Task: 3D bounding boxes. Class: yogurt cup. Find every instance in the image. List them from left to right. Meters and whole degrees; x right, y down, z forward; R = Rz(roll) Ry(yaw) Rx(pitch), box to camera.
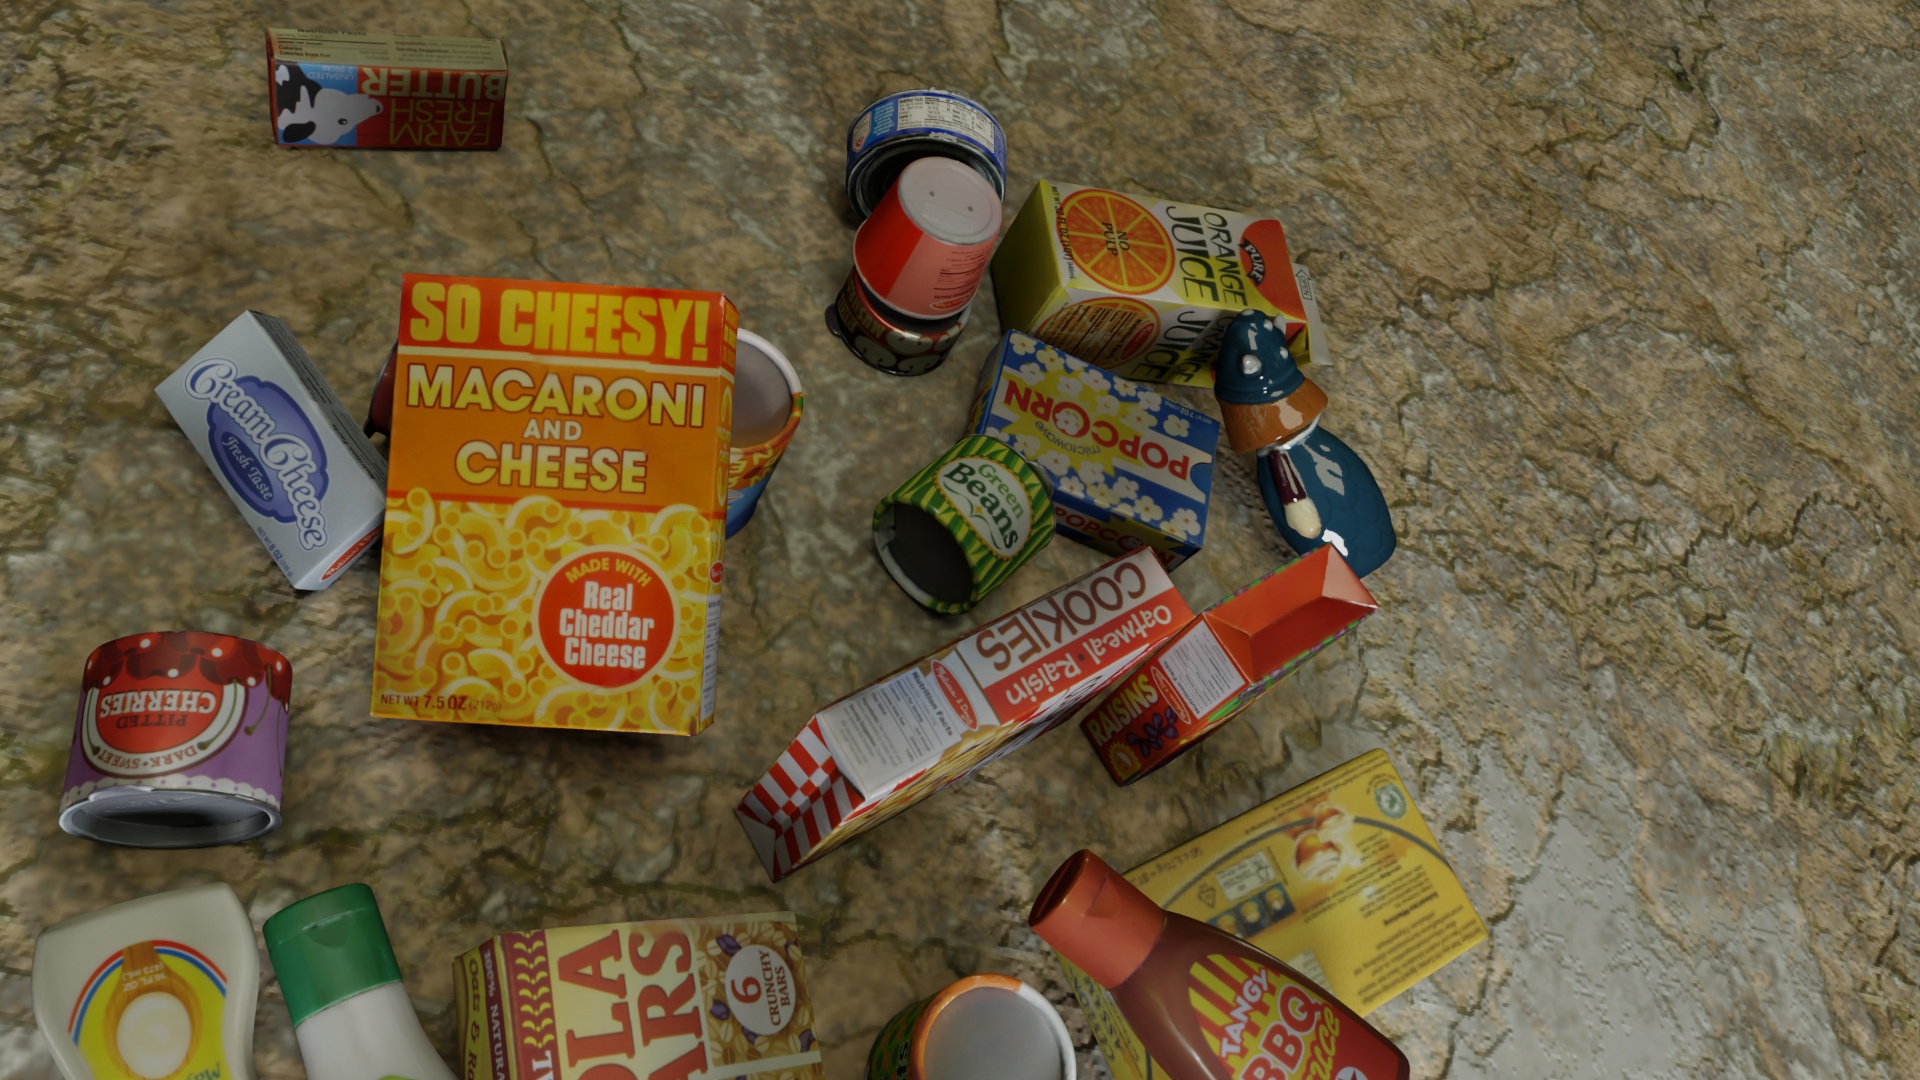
[{"bbox_3d":[-0.014,-0.152,0.688,0.072,0.053,0.073,11,59,-18],"label":"yogurt cup"}]

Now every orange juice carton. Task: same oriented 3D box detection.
[{"bbox_3d":[0.120,-0.136,0.769,0.193,0.072,0.072,3,61,-23],"label":"orange juice carton"}]

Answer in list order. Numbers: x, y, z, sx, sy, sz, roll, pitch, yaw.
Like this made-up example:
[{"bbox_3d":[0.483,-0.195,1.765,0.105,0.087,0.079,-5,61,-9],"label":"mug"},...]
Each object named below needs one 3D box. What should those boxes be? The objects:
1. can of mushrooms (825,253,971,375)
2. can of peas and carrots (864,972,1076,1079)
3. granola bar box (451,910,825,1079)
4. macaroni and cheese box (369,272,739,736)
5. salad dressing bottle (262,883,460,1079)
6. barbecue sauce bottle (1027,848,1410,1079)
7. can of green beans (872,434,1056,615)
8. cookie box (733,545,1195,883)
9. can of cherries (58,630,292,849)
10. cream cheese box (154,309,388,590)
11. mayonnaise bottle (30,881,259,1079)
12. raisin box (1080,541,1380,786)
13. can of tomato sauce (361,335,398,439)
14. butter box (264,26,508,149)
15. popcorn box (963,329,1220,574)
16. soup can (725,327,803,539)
[{"bbox_3d":[-0.031,-0.121,0.718,0.071,0.033,0.071,11,59,-19],"label":"can of mushrooms"},{"bbox_3d":[0.001,0.206,0.532,0.071,0.058,0.071,11,58,-18],"label":"can of peas and carrots"},{"bbox_3d":[-0.099,0.214,0.468,0.124,0.039,0.166,11,56,-45],"label":"granola bar box"},{"bbox_3d":[-0.154,-0.014,0.534,0.124,0.040,0.166,4,89,-1],"label":"macaroni and cheese box"},{"bbox_3d":[-0.192,0.190,0.464,0.064,0.043,0.148,-17,70,-34],"label":"salad dressing bottle"},{"bbox_3d":[0.093,0.174,0.517,0.148,0.043,0.065,38,59,-1],"label":"barbecue sauce bottle"},{"bbox_3d":[0.001,-0.007,0.647,0.071,0.071,0.058,47,55,6],"label":"can of green beans"},{"bbox_3d":[0.001,0.070,0.568,0.168,0.122,0.040,-24,75,-32],"label":"cookie box"},{"bbox_3d":[-0.270,0.069,0.481,0.071,0.071,0.058,4,61,-22],"label":"can of cherries"},{"bbox_3d":[-0.268,-0.037,0.554,0.053,0.024,0.104,-40,81,4],"label":"cream cheese box"},{"bbox_3d":[-0.249,0.188,0.441,0.065,0.041,0.148,-11,67,-30],"label":"mayonnaise bottle"},{"bbox_3d":[0.119,0.058,0.628,0.086,0.122,0.040,-25,74,-33],"label":"raisin box"},{"bbox_3d":[-0.196,-0.056,0.588,0.083,0.071,0.071,26,55,-9],"label":"can of tomato sauce"},{"bbox_3d":[-0.267,-0.211,0.651,0.104,0.053,0.024,-7,63,-28],"label":"butter box"},{"bbox_3d":[0.066,-0.045,0.715,0.127,0.038,0.085,22,55,-11],"label":"popcorn box"},{"bbox_3d":[-0.112,-0.043,0.607,0.071,0.083,0.071,11,60,-18],"label":"soup can"}]
